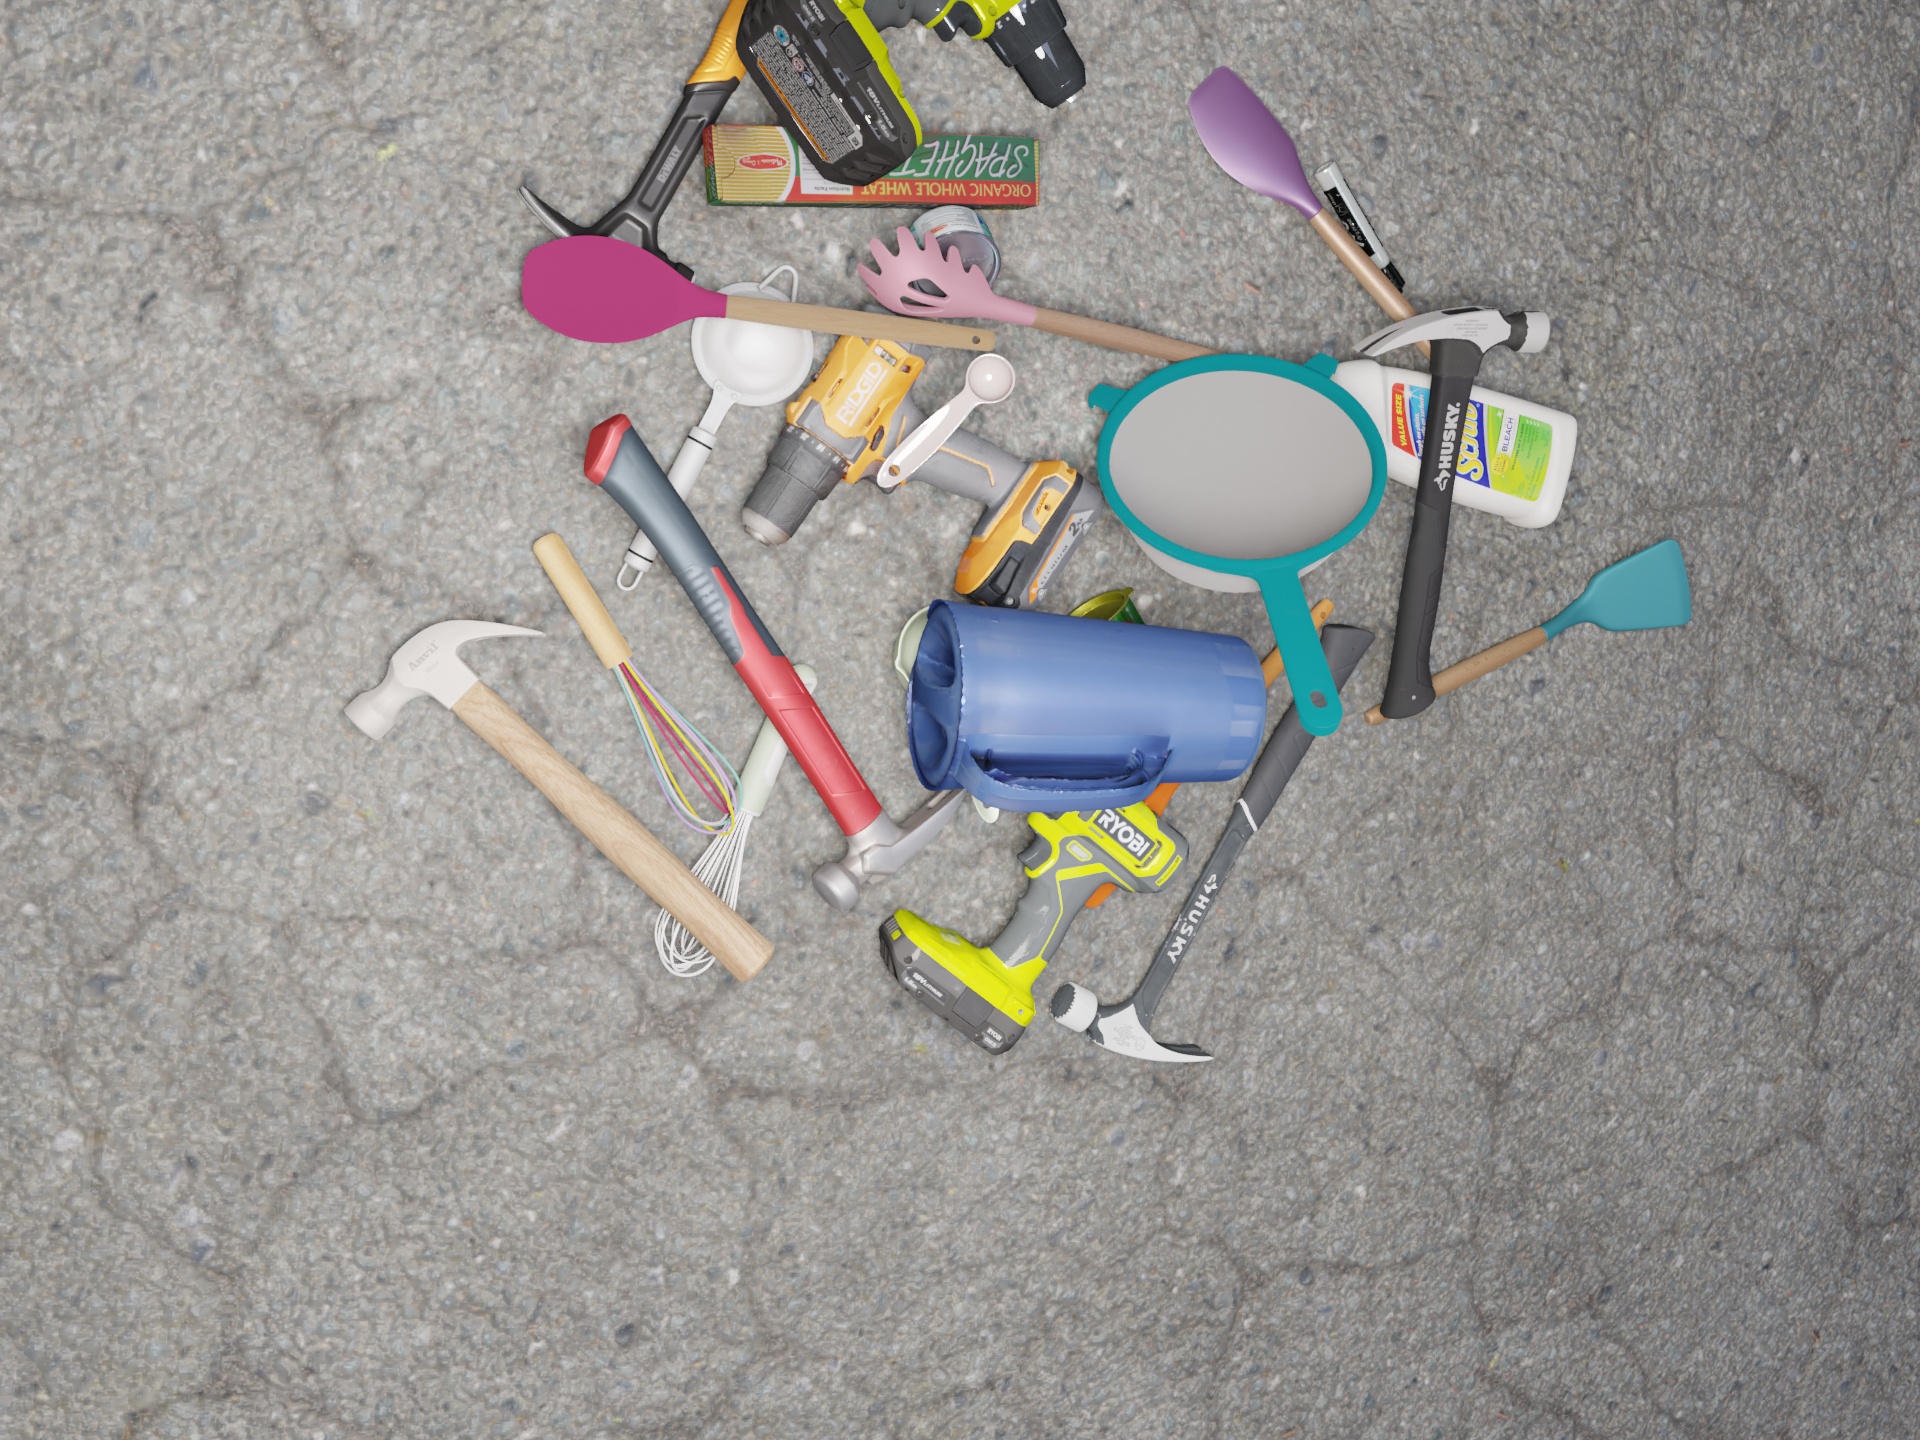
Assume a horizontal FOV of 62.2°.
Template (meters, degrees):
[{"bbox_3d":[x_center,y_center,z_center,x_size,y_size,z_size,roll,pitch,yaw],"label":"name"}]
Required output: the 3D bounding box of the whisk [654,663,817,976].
[{"bbox_3d":[-0.161,0.073,1.170,0.057,0.059,0.246,27,85,-60],"label":"whisk"}]

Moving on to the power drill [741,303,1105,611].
[{"bbox_3d":[-0.032,-0.162,1.154,0.226,0.084,0.185,35,87,-17],"label":"power drill"}]

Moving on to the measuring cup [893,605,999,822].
[{"bbox_3d":[-0.002,-0.004,1.193,0.083,0.038,0.167,-14,87,-16],"label":"measuring cup"}]

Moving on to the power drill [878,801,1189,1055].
[{"bbox_3d":[0.046,0.128,1.226,0.171,0.080,0.223,40,90,-18],"label":"power drill"}]

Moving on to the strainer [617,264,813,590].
[{"bbox_3d":[-0.176,-0.205,1.115,0.086,0.050,0.258,27,94,-16],"label":"strainer"}]

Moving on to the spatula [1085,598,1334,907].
[{"bbox_3d":[0.194,0.017,1.299,0.322,0.041,0.081,-47,110,-10],"label":"spatula"}]

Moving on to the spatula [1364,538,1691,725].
[{"bbox_3d":[0.489,-0.064,1.377,0.317,0.044,0.082,-25,111,-13],"label":"spatula"}]

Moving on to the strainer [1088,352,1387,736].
[{"bbox_3d":[0.217,-0.117,1.166,0.211,0.341,0.095,-9,148,-2],"label":"strainer"}]

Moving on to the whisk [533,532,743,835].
[{"bbox_3d":[-0.225,-0.024,1.117,0.051,0.047,0.245,-32,100,-12],"label":"whisk"}]

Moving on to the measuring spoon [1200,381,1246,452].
[{"bbox_3d":[0.227,-0.228,1.268,0.021,0.011,0.116,-44,111,-7],"label":"measuring spoon"}]

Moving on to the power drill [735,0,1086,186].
[{"bbox_3d":[-0.022,-0.462,1.071,0.228,0.080,0.190,-48,113,-27],"label":"power drill"}]

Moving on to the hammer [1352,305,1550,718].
[{"bbox_3d":[0.371,-0.159,1.271,0.146,0.035,0.334,-2,113,-11],"label":"hammer"}]

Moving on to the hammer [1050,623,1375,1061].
[{"bbox_3d":[0.233,0.099,1.322,0.149,0.036,0.409,30,89,-23],"label":"hammer"}]

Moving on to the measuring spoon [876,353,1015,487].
[{"bbox_3d":[-0.012,-0.207,1.111,0.124,0.018,0.034,-43,93,2],"label":"measuring spoon"}]

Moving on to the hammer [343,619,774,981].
[{"bbox_3d":[-0.257,0.059,1.108,0.331,0.031,0.130,44,83,-10],"label":"hammer"}]

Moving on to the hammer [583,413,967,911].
[{"bbox_3d":[-0.132,-0.052,1.126,0.143,0.038,0.386,-41,115,-23],"label":"hammer"}]

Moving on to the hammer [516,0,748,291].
[{"bbox_3d":[-0.163,-0.453,1.073,0.127,0.034,0.337,31,89,-23],"label":"hammer"}]

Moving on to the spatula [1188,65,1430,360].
[{"bbox_3d":[0.291,-0.373,1.236,0.315,0.018,0.060,45,84,-10],"label":"spatula"}]

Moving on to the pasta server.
[{"bbox_3d":[0.071,-0.297,1.166,0.316,0.040,0.060,4,141,-33],"label":"pasta server"}]

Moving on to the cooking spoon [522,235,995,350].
[{"bbox_3d":[-0.133,-0.277,1.078,0.318,0.017,0.068,5,102,-10],"label":"cooking spoon"}]
